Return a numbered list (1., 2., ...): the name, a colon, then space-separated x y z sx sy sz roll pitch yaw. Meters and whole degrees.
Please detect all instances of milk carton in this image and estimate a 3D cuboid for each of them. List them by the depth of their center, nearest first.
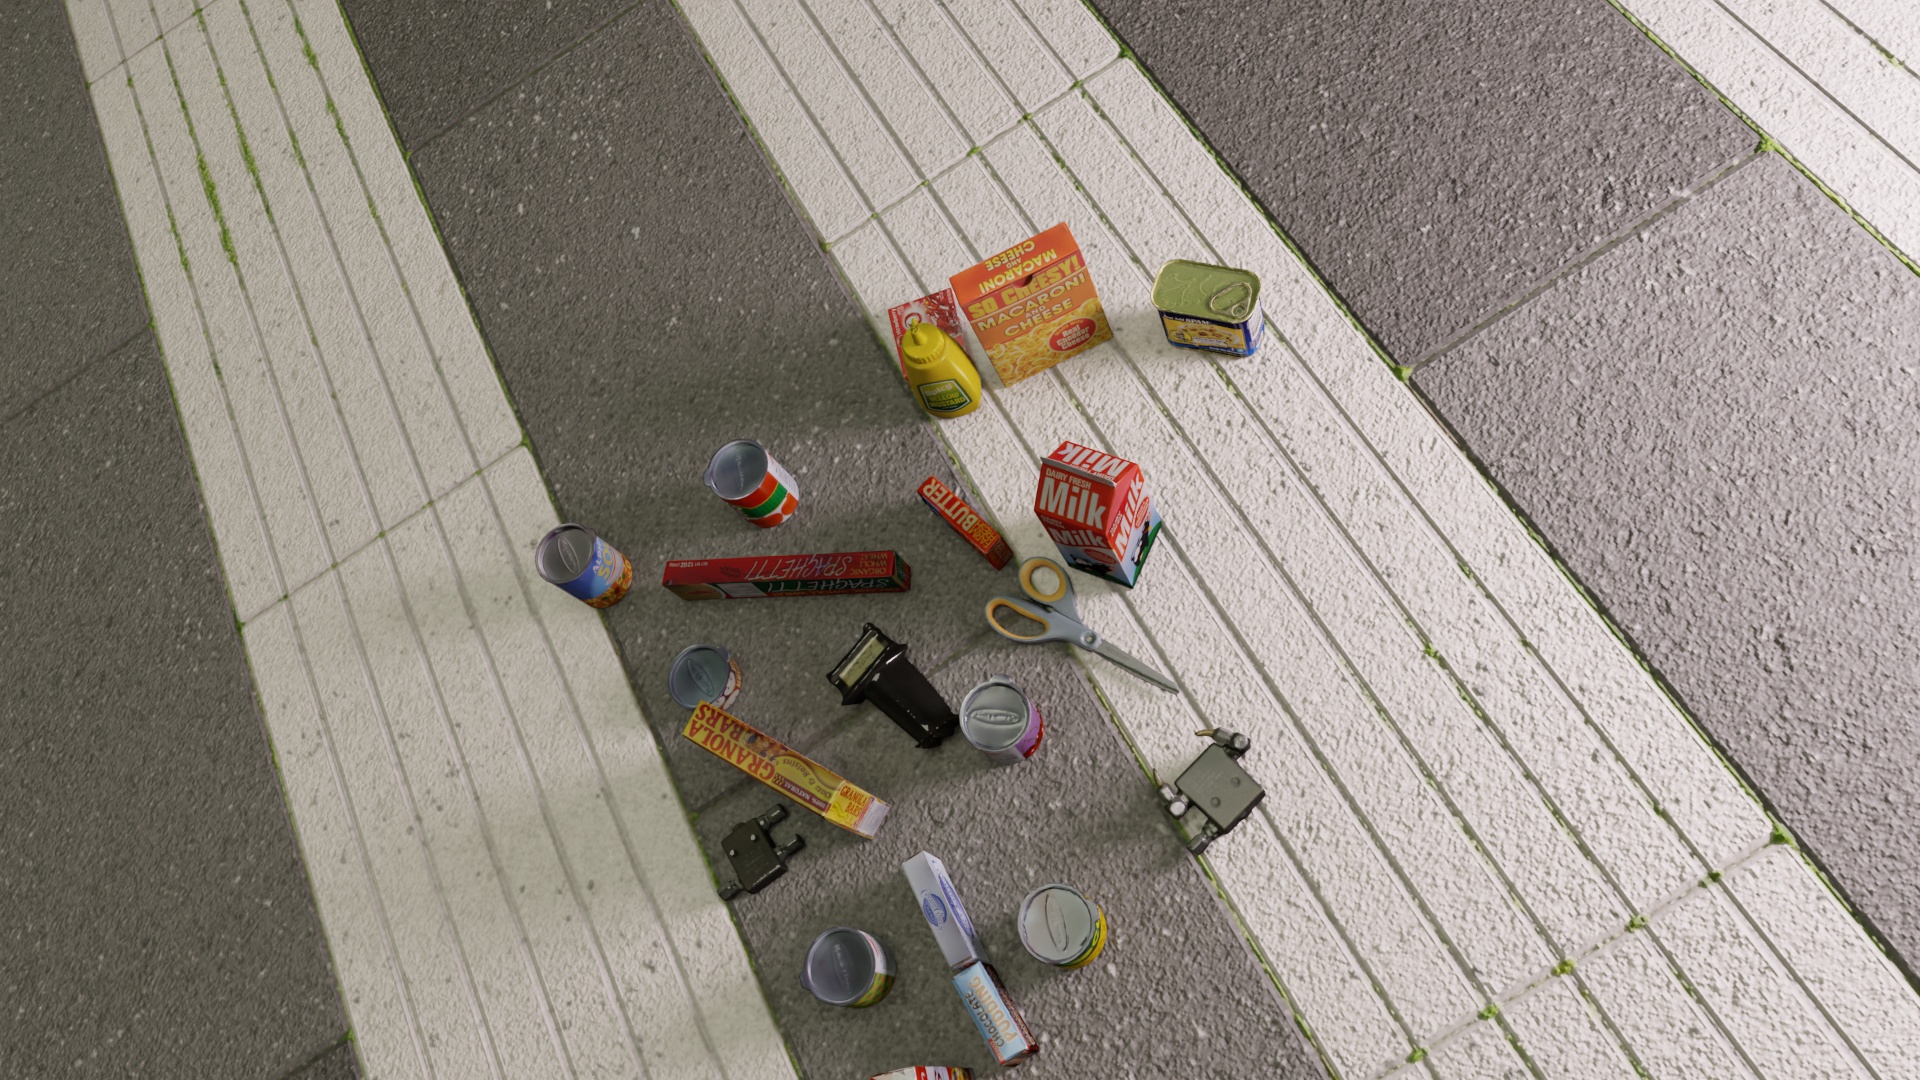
1. milk carton: 0.122 -0.028 1.241 0.072 0.190 0.073 20 76 23

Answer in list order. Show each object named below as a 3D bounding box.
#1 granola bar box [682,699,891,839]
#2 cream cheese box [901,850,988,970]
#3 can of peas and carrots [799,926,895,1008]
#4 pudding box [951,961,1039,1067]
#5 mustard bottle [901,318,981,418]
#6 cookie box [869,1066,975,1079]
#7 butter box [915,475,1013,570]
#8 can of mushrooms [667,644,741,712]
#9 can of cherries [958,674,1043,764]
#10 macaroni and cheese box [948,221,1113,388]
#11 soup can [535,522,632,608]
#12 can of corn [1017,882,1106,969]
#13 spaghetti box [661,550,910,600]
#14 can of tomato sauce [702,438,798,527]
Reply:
1. granola bar box: -0.158 0.211 1.269 0.166 0.124 0.039 24 78 24
2. cream cheese box: -0.014 0.326 1.217 0.024 0.053 0.104 -31 63 4
3. can of peas and carrots: -0.098 0.377 1.220 0.071 0.058 0.071 -6 67 15
4. pudding box: 0.030 0.401 1.176 0.030 0.049 0.084 -34 63 2
5. mustard bottle: -0.025 -0.173 1.362 0.065 0.160 0.049 -10 67 14
6. cookie box: -0.017 0.482 1.092 0.040 0.167 0.123 -19 65 10
7. butter box: 0.005 -0.017 1.350 0.024 0.053 0.104 -46 63 -4
8. can of mushrooms: -0.252 0.137 1.379 0.071 0.033 0.071 -6 67 15
9. can of cherries: 0.039 0.163 1.264 0.071 0.058 0.072 -6 67 15
10. macaroni and cheese box: 0.072 -0.225 1.349 0.123 0.166 0.040 -25 64 7
11. soup can: -0.386 0.026 1.437 0.071 0.083 0.071 -6 68 15
12. can of corn: 0.090 0.328 1.182 0.071 0.058 0.071 -6 67 15
13. spaghetti box: -0.173 0.036 1.386 0.250 0.050 0.029 -3 69 16
14. can of tomato sauce: -0.212 -0.056 1.417 0.071 0.083 0.071 -6 68 15
